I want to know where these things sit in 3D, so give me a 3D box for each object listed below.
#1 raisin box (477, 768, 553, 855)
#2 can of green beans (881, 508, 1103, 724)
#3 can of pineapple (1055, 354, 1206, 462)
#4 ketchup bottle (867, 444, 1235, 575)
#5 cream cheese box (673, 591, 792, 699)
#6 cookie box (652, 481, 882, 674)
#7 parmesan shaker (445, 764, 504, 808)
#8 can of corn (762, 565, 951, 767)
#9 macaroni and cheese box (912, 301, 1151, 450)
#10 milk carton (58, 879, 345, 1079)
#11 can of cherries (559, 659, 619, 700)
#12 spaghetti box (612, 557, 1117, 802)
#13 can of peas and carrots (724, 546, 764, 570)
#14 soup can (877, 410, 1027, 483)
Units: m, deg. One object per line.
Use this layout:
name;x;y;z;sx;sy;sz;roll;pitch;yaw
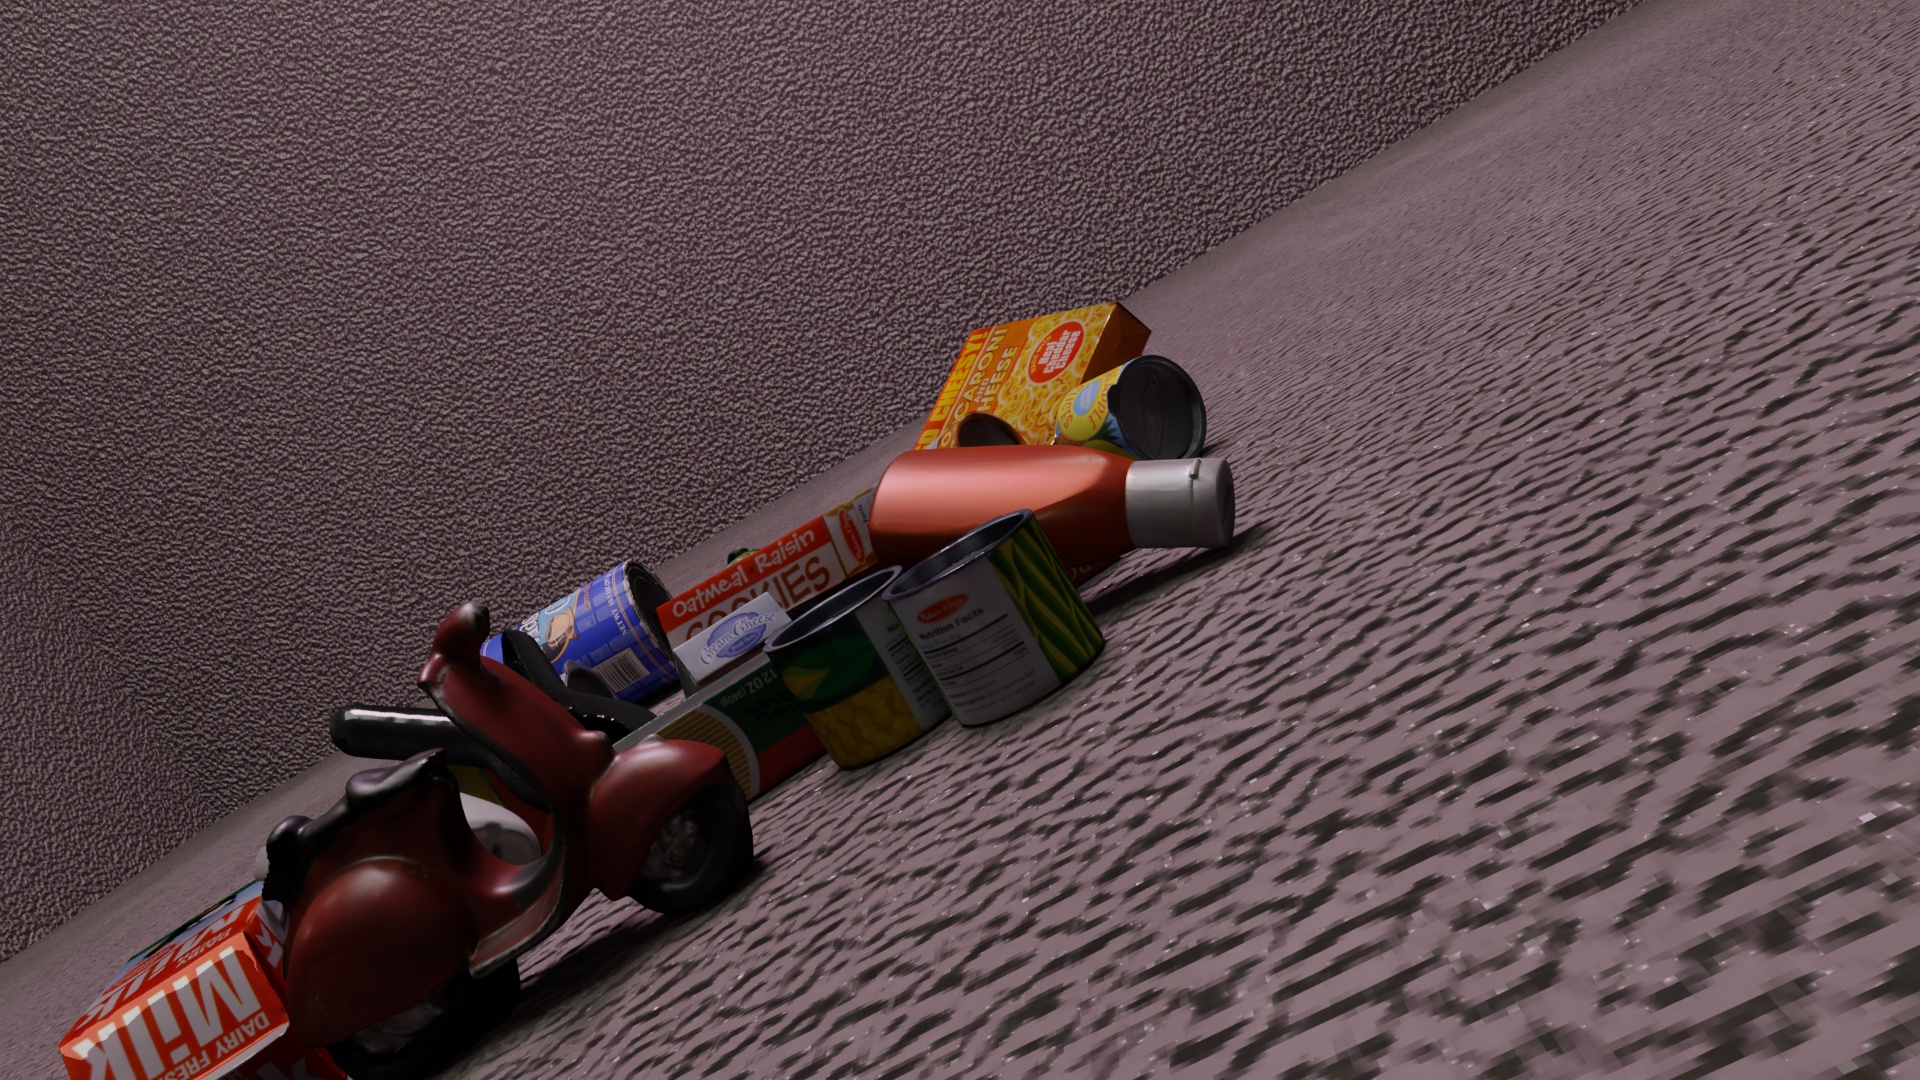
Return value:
raisin box;-0.251;0.125;0.787;0.040;0.086;0.123;-35;9;-21
can of green beans;0.013;0.029;0.531;0.071;0.057;0.071;-30;8;5
can of pineapple;0.095;-0.066;0.787;0.071;0.071;0.057;-36;8;-34
ketchup bottle;0.038;-0.014;0.585;0.149;0.043;0.065;-2;41;23
cream cheese box;-0.106;0.069;0.672;0.053;0.024;0.103;-32;-22;-21
cookie box;-0.057;0.021;0.730;0.167;0.040;0.123;-28;-18;16
parmesan shaker;-0.335;0.177;0.848;0.103;0.071;0.071;-26;9;28
can of corn;-0.040;0.053;0.574;0.071;0.058;0.071;-30;8;5
macaroni and cheese box;0.044;-0.097;0.974;0.166;0.040;0.124;1;60;55
milk carton;-0.301;0.198;0.567;0.072;0.073;0.190;-33;9;-21
can of cherries;-0.256;0.120;0.891;0.058;0.071;0.071;-29;8;10
spaghetti box;-0.039;0.049;0.626;0.251;0.050;0.028;-32;10;-15
can of peas and carrots;-0.144;0.040;0.984;0.071;0.071;0.059;-30;8;4
soup can;-0.004;-0.036;0.892;0.083;0.071;0.072;-40;0;42
